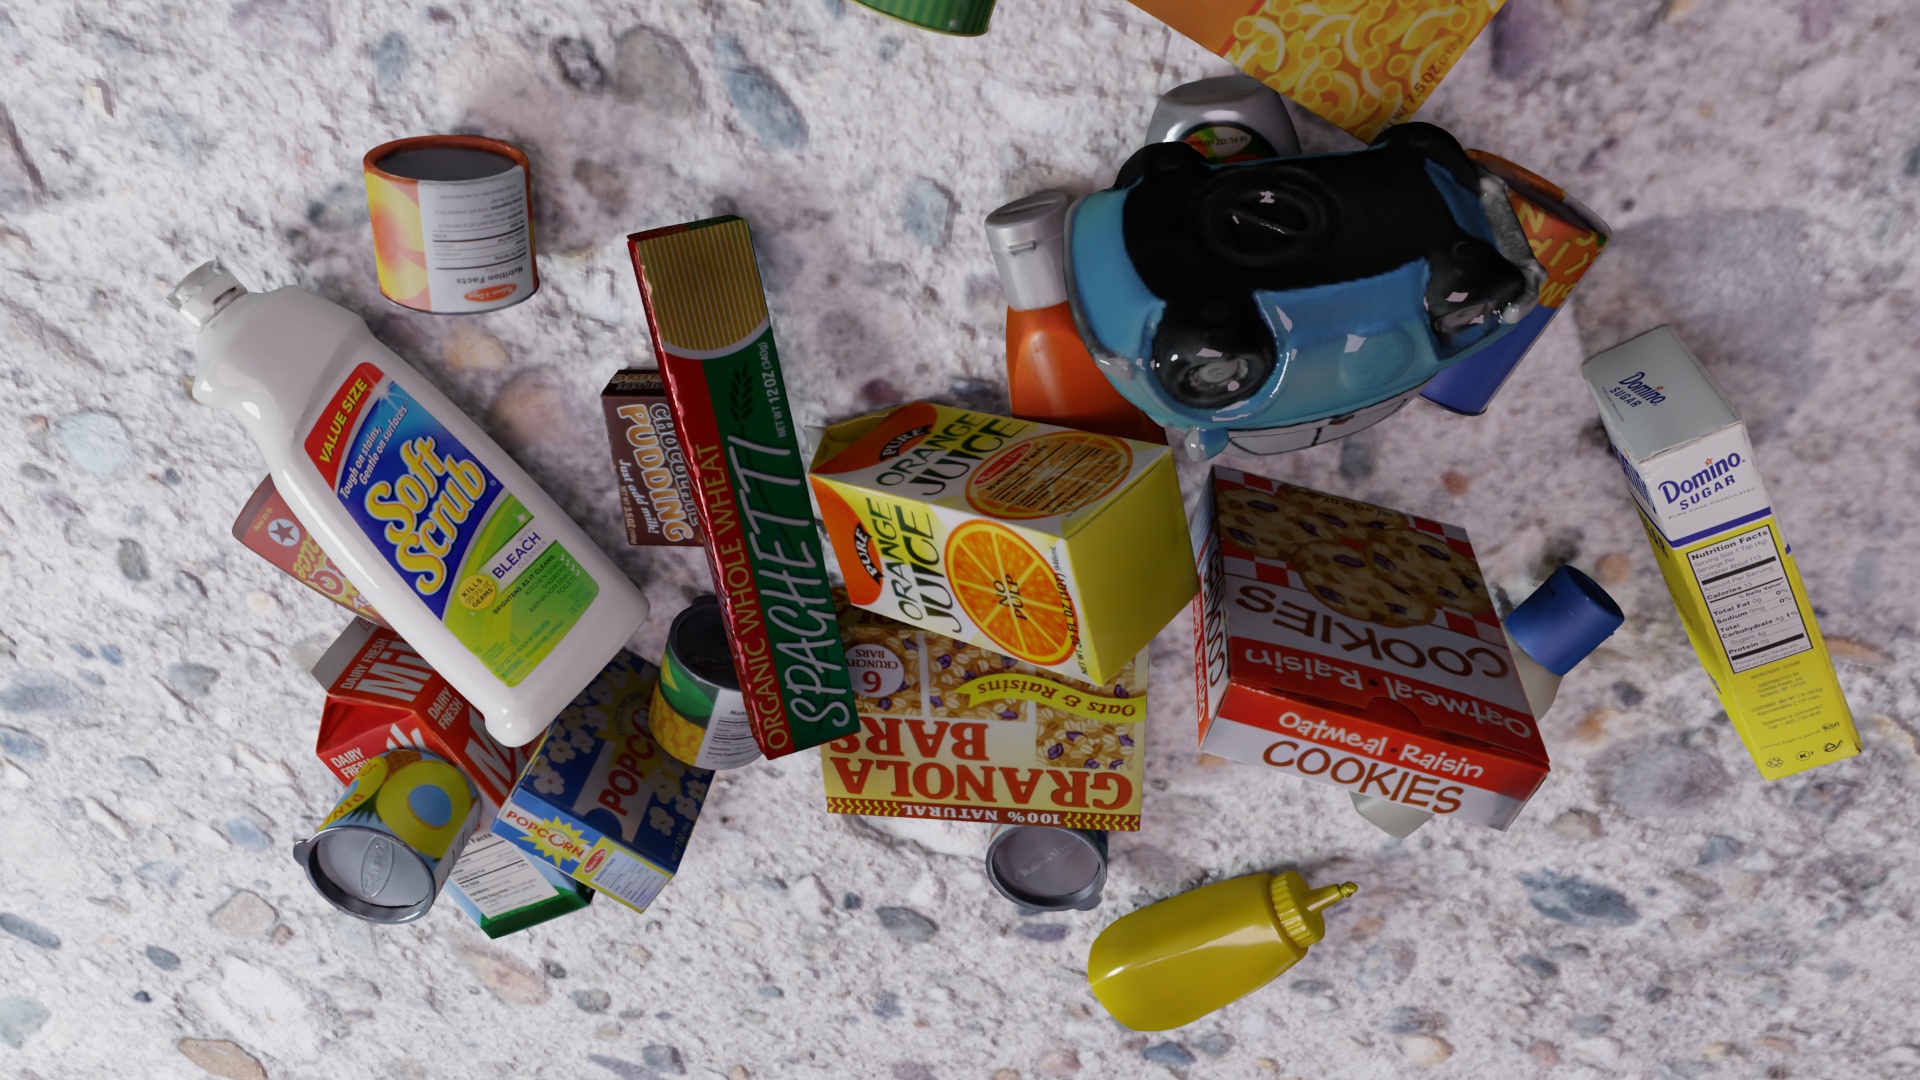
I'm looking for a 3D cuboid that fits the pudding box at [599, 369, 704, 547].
[{"bbox_3d":[-0.137,-0.038,0.660,0.050,0.030,0.083,2,122,7],"label":"pudding box"}]

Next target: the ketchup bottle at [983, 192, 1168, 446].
[{"bbox_3d":[0.048,-0.074,0.602,0.064,0.044,0.148,-8,120,21],"label":"ketchup bottle"}]

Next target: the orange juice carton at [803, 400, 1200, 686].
[{"bbox_3d":[0.002,-0.008,0.605,0.193,0.073,0.071,15,131,43],"label":"orange juice carton"}]

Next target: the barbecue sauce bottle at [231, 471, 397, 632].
[{"bbox_3d":[-0.289,0.016,0.709,0.148,0.044,0.064,39,116,-16],"label":"barbecue sauce bottle"}]

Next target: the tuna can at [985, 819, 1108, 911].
[{"bbox_3d":[0.050,0.170,0.760,0.071,0.033,0.070,4,122,6],"label":"tuna can"}]

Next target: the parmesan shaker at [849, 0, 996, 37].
[{"bbox_3d":[-0.007,-0.243,0.494,0.071,0.072,0.102,19,122,-4],"label":"parmesan shaker"}]

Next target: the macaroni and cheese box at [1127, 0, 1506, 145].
[{"bbox_3d":[0.119,-0.224,0.471,0.166,0.040,0.123,19,124,-27],"label":"macaroni and cheese box"}]

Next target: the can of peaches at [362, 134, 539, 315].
[{"bbox_3d":[-0.217,-0.136,0.592,0.071,0.071,0.057,8,123,3],"label":"can of peaches"}]

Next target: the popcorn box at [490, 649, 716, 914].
[{"bbox_3d":[-0.171,0.116,0.704,0.085,0.127,0.038,33,117,-13],"label":"popcorn box"}]

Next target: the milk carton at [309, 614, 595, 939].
[{"bbox_3d":[-0.273,0.120,0.755,0.073,0.073,0.190,-23,117,20],"label":"milk carton"}]

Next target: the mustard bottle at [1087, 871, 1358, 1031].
[{"bbox_3d":[0.149,0.220,0.767,0.160,0.049,0.065,-31,113,23],"label":"mustard bottle"}]

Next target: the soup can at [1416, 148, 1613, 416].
[{"bbox_3d":[0.201,-0.103,0.548,0.071,0.072,0.083,24,122,-7],"label":"soup can"}]

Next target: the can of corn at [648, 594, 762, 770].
[{"bbox_3d":[-0.122,0.072,0.708,0.071,0.071,0.058,20,123,-4],"label":"can of corn"}]

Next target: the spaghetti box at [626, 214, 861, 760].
[{"bbox_3d":[-0.094,-0.018,0.628,0.050,0.029,0.249,-16,109,-16],"label":"spaghetti box"}]

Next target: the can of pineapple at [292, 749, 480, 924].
[{"bbox_3d":[-0.283,0.146,0.693,0.071,0.058,0.070,3,122,5],"label":"can of pineapple"}]

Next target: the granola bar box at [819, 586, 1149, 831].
[{"bbox_3d":[0.011,0.086,0.710,0.165,0.039,0.123,2,121,7],"label":"granola bar box"}]

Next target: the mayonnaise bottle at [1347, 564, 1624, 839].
[{"bbox_3d":[0.244,0.074,0.657,0.041,0.065,0.147,34,116,-8],"label":"mayonnaise bottle"}]

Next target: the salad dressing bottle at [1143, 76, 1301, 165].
[{"bbox_3d":[0.110,-0.111,0.570,0.064,0.044,0.147,-3,121,14],"label":"salad dressing bottle"}]

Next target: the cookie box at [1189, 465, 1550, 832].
[{"bbox_3d":[0.161,0.037,0.580,0.123,0.168,0.040,15,122,-1],"label":"cookie box"}]
